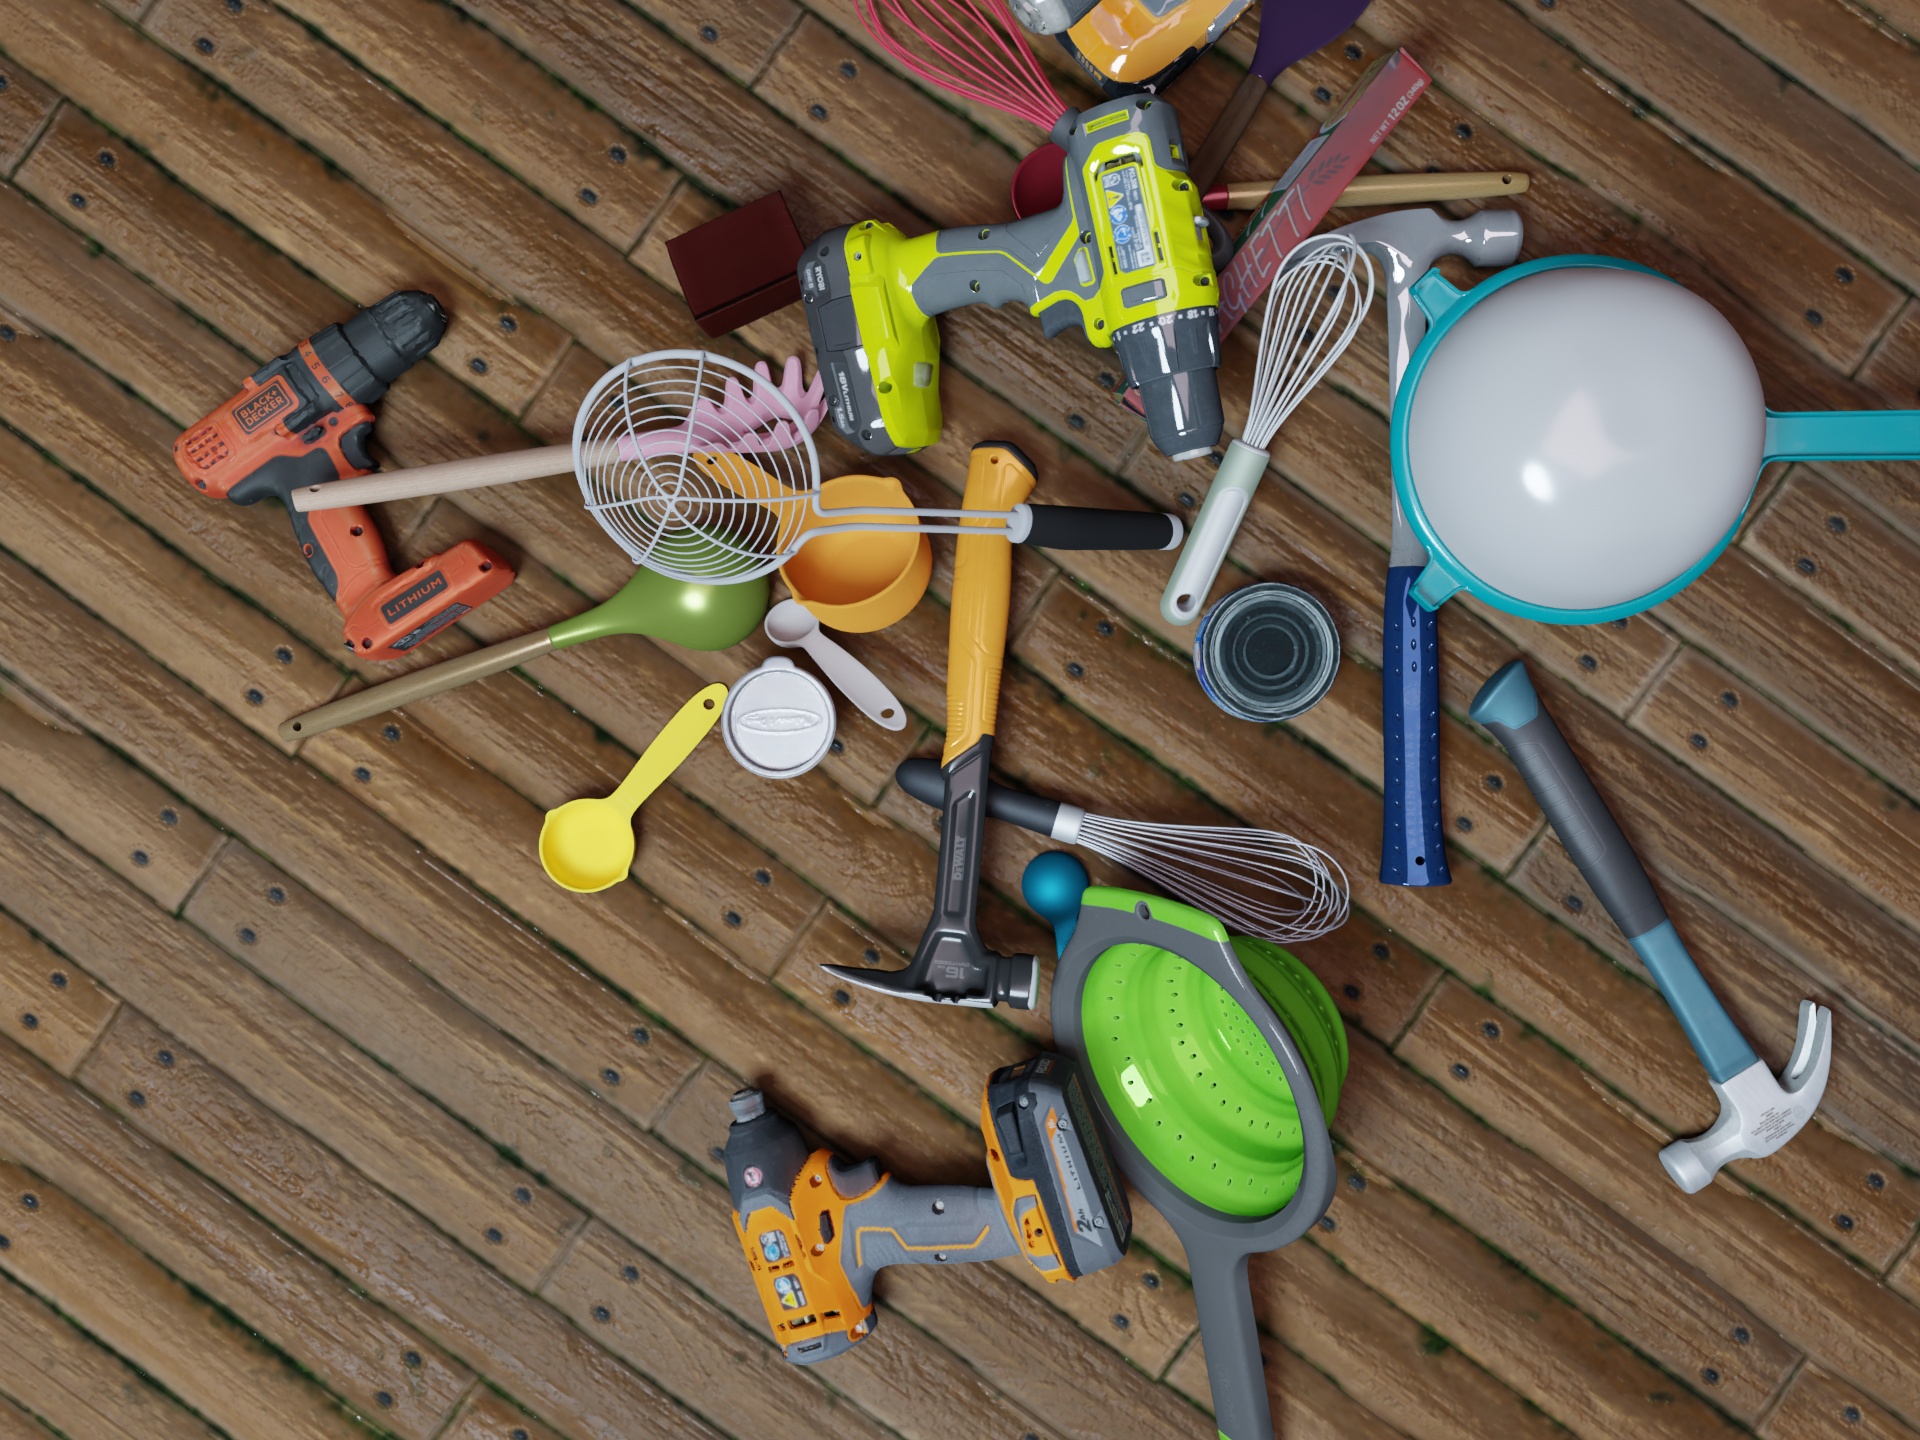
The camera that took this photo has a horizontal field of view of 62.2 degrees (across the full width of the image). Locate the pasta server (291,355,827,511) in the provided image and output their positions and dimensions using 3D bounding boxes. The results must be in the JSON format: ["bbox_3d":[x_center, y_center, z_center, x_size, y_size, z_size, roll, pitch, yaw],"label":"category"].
[{"bbox_3d":[-0.230,-0.162,0.938,0.316,0.040,0.060,-12,51,-12],"label":"pasta server"}]

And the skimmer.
[{"bbox_3d":[-0.029,-0.129,0.882,0.090,0.363,0.127,53,131,37],"label":"skimmer"}]

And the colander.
[{"bbox_3d":[0.169,0.268,0.940,0.094,0.205,0.397,-23,110,-35],"label":"colander"}]

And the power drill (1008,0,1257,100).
[{"bbox_3d":[0.101,-0.413,0.864,0.185,0.226,0.084,-43,90,2],"label":"power drill"}]

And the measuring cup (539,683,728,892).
[{"bbox_3d":[-0.196,0.040,0.984,0.062,0.029,0.156,40,80,0],"label":"measuring cup"}]

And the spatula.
[{"bbox_3d":[0.166,-0.359,0.948,0.060,0.018,0.316,31,82,6],"label":"spatula"}]

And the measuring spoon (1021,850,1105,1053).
[{"bbox_3d":[0.069,0.144,0.975,0.042,0.021,0.128,-14,91,1],"label":"measuring spoon"}]

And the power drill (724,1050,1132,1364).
[{"bbox_3d":[-0.029,0.273,0.942,0.226,0.084,0.164,-20,91,13],"label":"power drill"}]

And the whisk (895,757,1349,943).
[{"bbox_3d":[0.096,0.071,0.961,0.284,0.070,0.070,17,91,6],"label":"whisk"}]

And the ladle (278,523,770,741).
[{"bbox_3d":[-0.269,-0.043,0.977,0.320,0.062,0.078,-18,91,8],"label":"ladle"}]

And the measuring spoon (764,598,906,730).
[{"bbox_3d":[-0.073,-0.030,0.955,0.034,0.018,0.124,-39,61,-15],"label":"measuring spoon"}]

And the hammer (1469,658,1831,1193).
[{"bbox_3d":[0.407,0.114,0.963,0.128,0.033,0.331,-32,90,2],"label":"hammer"}]

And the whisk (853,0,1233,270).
[{"bbox_3d":[0.047,-0.361,0.929,0.296,0.073,0.073,44,91,10],"label":"whisk"}]

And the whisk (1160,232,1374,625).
[{"bbox_3d":[0.175,-0.167,0.935,0.057,0.059,0.246,19,108,-11],"label":"whisk"}]

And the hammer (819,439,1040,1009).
[{"bbox_3d":[-0.002,-0.003,0.944,0.127,0.034,0.337,5,81,8],"label":"hammer"}]

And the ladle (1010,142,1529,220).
[{"bbox_3d":[0.187,-0.321,0.965,0.315,0.031,0.069,-2,90,-1],"label":"ladle"}]

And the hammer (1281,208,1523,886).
[{"bbox_3d":[0.266,-0.104,0.961,0.144,0.035,0.405,-1,91,1],"label":"hammer"}]

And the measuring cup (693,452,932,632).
[{"bbox_3d":[-0.092,-0.117,0.967,0.174,0.052,0.095,33,79,25],"label":"measuring cup"}]

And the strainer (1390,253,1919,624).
[{"bbox_3d":[0.415,-0.159,0.868,0.340,0.095,0.211,0,92,2],"label":"strainer"}]

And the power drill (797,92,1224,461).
[{"bbox_3d":[0.035,-0.224,0.901,0.228,0.080,0.190,-10,96,25],"label":"power drill"}]
